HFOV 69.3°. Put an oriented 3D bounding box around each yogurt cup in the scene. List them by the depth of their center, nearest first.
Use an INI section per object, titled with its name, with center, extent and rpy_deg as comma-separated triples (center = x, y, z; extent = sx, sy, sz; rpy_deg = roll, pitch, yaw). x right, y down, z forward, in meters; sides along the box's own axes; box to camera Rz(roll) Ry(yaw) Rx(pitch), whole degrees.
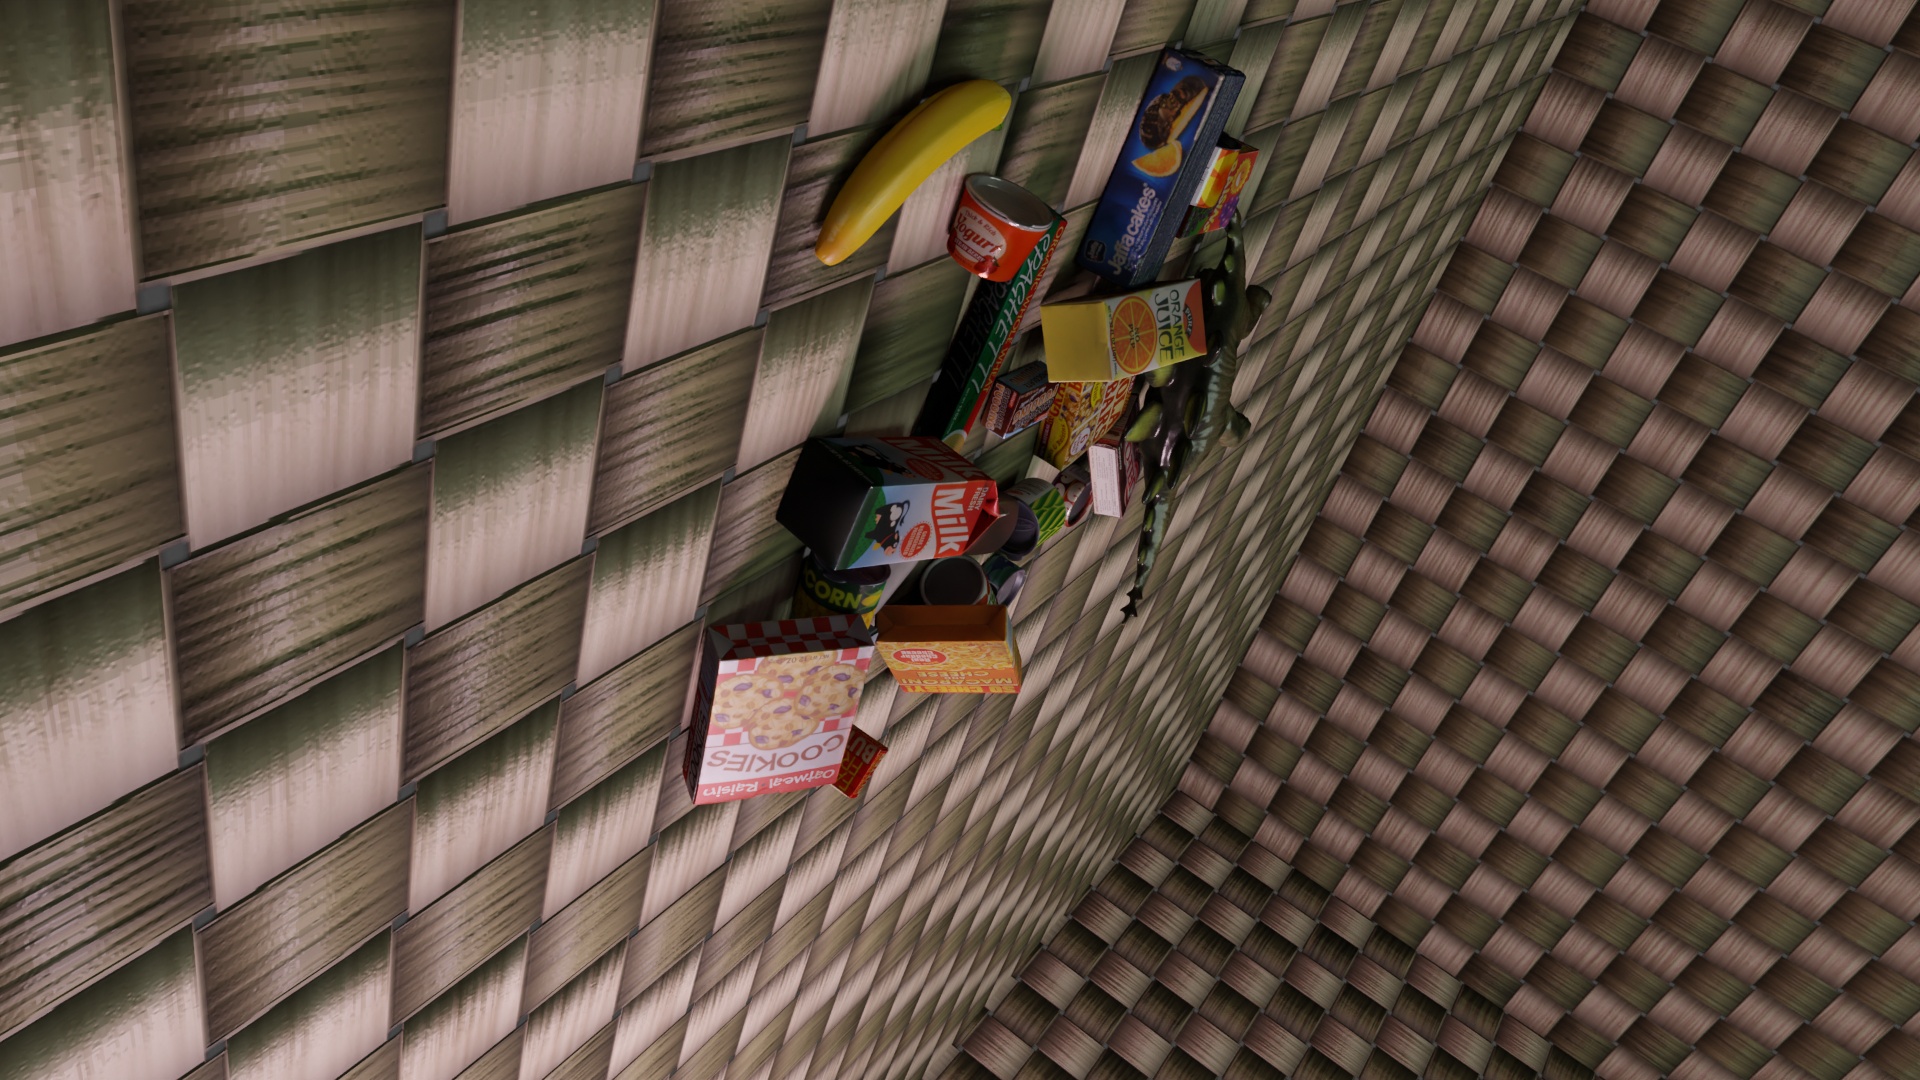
[yogurt cup]
center = 0.025, -0.223, 0.999
extent = 0.073, 0.072, 0.053
rpy_deg = -29, 155, -53

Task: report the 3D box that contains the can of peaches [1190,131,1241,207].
[can of peaches]
center = 0.214, -0.342, 1.260
extent = 0.071, 0.071, 0.057
rpy_deg = -29, 147, -53

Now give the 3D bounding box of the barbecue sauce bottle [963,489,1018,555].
[barbecue sauce bottle]
center = 0.005, -0.016, 1.302
extent = 0.064, 0.044, 0.149
rpy_deg = -63, 159, 13

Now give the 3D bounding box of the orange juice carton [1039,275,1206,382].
[orange juice carton]
center = 0.164, -0.197, 1.276
extent = 0.193, 0.073, 0.071
rpy_deg = -21, 109, -44

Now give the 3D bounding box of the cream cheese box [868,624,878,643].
[cream cheese box]
center = -0.112, 0.125, 1.269
extent = 0.053, 0.024, 0.103
rpy_deg = -30, 148, -53

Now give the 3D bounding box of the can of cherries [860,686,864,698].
[can of cherries]
center = -0.115, 0.102, 1.163
extent = 0.072, 0.071, 0.058
rpy_deg = -41, 149, -38

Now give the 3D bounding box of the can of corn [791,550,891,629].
[can of corn]
center = -0.097, 0.039, 1.107
extent = 0.071, 0.071, 0.058
rpy_deg = -28, 146, -55

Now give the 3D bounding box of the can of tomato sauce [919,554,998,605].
[can of tomato sauce]
center = 0.001, 0.055, 1.366
extent = 0.071, 0.071, 0.083
rpy_deg = -53, 160, -12

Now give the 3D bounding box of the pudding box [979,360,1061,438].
[pudding box]
center = 0.056, -0.129, 1.269
extent = 0.084, 0.030, 0.049
rpy_deg = -30, 148, -52

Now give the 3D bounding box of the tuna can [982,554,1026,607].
[tuna can]
center = 0.039, 0.049, 1.502
extent = 0.071, 0.033, 0.070
rpy_deg = -48, 159, -25

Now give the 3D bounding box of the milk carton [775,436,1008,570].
[milk carton]
center = -0.042, -0.033, 1.071
extent = 0.191, 0.072, 0.073
rpy_deg = -7, 128, -53

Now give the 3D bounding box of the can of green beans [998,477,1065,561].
[can of green beans]
center = 0.065, -0.024, 1.399
extent = 0.058, 0.071, 0.071
rpy_deg = -33, 149, -51

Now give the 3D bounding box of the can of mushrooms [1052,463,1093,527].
[can of mushrooms]
center = 0.123, -0.048, 1.552
extent = 0.071, 0.033, 0.070
rpy_deg = -49, 159, -25

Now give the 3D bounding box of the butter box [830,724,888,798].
[butter box]
center = -0.119, 0.176, 1.213
extent = 0.053, 0.103, 0.024
rpy_deg = -58, 161, 0

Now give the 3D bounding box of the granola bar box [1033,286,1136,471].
[granola bar box]
center = 0.136, -0.165, 1.391
extent = 0.125, 0.039, 0.164
rpy_deg = -42, 156, -36

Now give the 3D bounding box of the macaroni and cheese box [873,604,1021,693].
[macaroni and cheese box]
center = -0.008, 0.107, 1.346
extent = 0.166, 0.124, 0.040
rpy_deg = 72, 19, -67

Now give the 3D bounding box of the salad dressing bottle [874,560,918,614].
[salad dressing bottle]
center = -0.050, -0.003, 1.194
extent = 0.148, 0.044, 0.064
rpy_deg = -51, 158, -20

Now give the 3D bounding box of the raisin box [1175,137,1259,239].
[raisin box]
center = 0.241, -0.347, 1.360
extent = 0.124, 0.040, 0.085
rpy_deg = -29, 145, -55

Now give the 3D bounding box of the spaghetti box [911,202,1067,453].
[spaghetti box]
center = 0.016, -0.156, 1.131
extent = 0.050, 0.029, 0.249
rpy_deg = -17, 137, -62

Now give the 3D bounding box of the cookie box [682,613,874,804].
[cookie box]
center = -0.146, 0.135, 1.093
extent = 0.123, 0.040, 0.166
rpy_deg = -4, 133, -26
